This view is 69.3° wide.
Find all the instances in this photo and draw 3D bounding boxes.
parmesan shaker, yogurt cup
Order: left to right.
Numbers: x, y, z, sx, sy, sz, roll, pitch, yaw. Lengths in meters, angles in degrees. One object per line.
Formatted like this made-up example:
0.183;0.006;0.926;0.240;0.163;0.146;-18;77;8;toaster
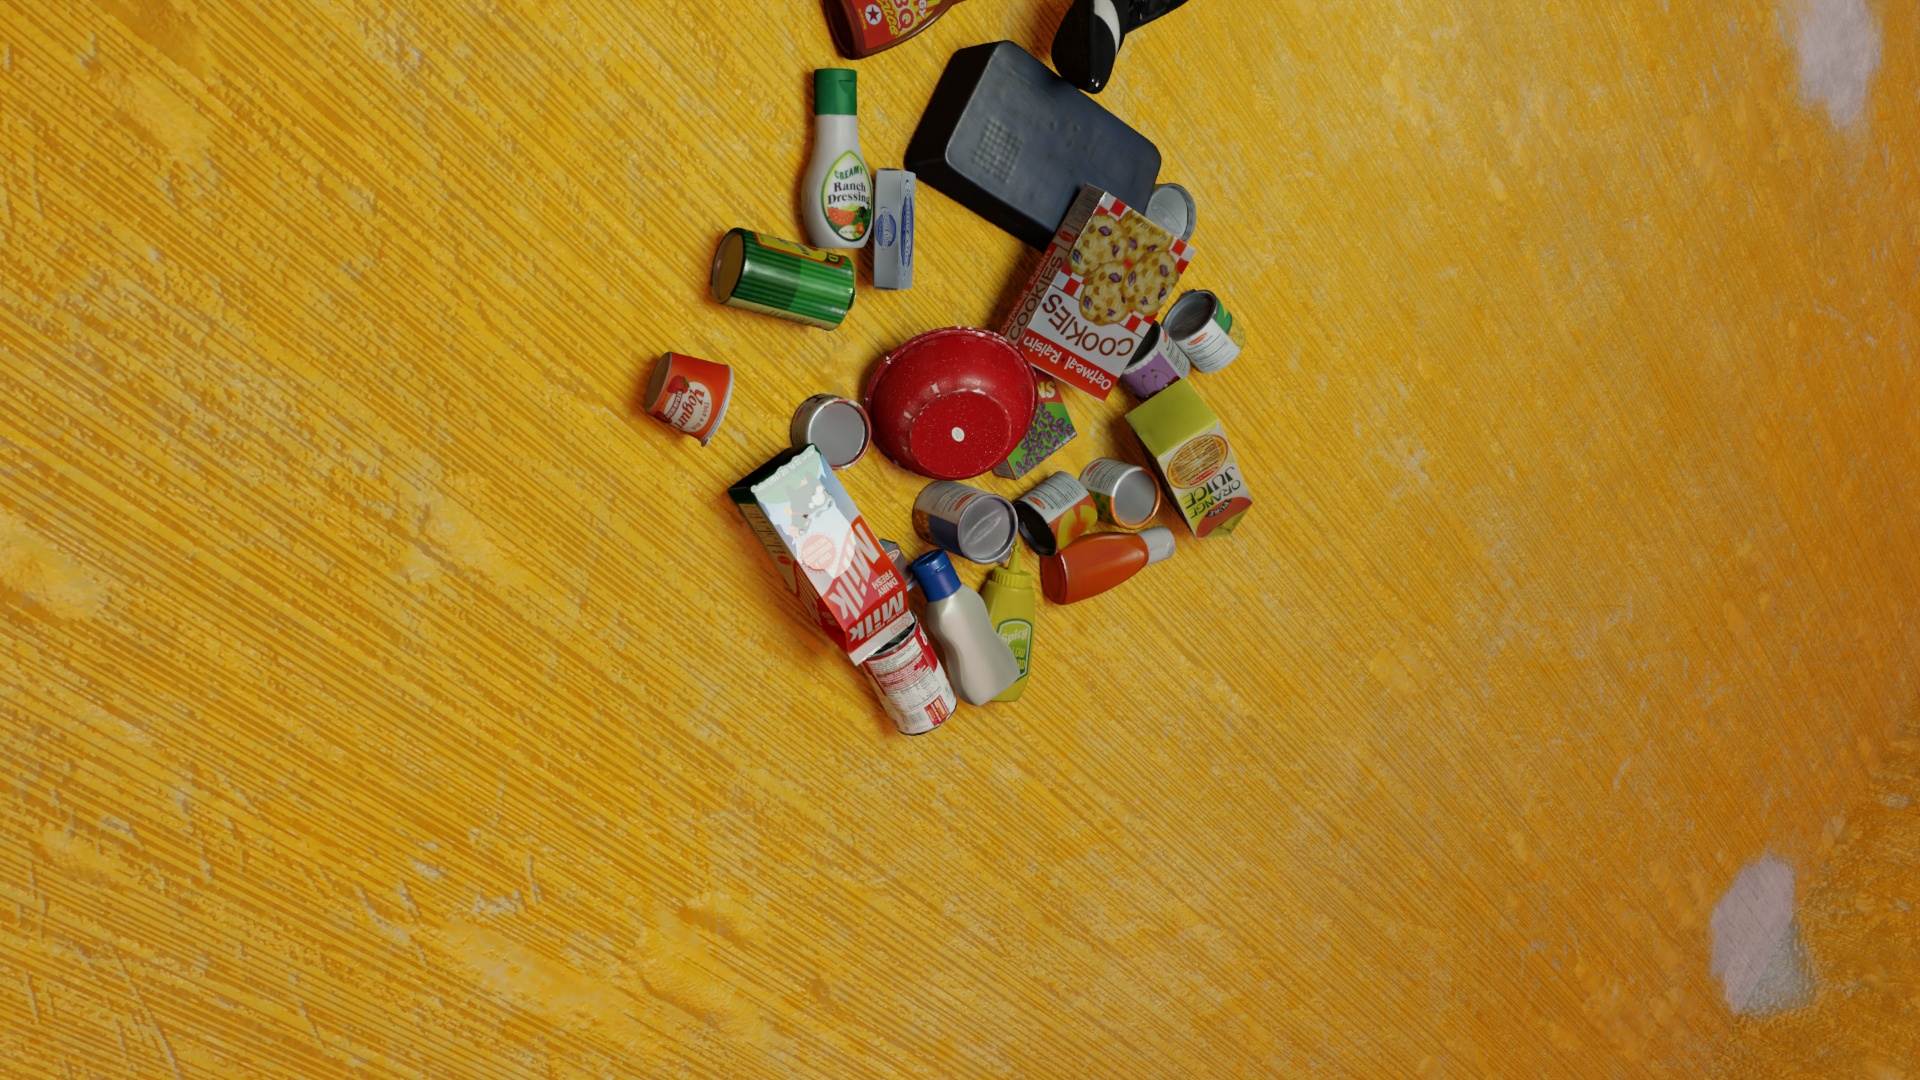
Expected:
-0.225;-0.121;1.142;0.054;0.072;0.072;20;90;-27;yogurt cup
-0.147;-0.218;1.163;0.103;0.071;0.071;9;96;-34;parmesan shaker

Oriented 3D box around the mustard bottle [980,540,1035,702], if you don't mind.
0.043;0.078;1.369;0.065;0.049;0.160;4;99;-31;mustard bottle

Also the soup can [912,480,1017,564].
0.005;-0.016;1.301;0.071;0.084;0.071;-8;106;-31;soup can

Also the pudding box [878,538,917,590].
-0.085;0.043;1.289;0.084;0.030;0.049;-39;118;-20;pudding box

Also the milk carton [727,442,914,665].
-0.115;0.014;1.213;0.072;0.073;0.190;-37;105;-21;milk carton

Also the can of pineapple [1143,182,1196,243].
0.187;-0.317;1.366;0.071;0.058;0.070;-8;105;-31;can of pineapple

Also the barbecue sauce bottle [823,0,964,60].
-0.043;-0.465;1.191;0.149;0.044;0.064;-31;115;-24;barbecue sauce bottle

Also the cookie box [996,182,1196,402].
0.124;-0.226;1.284;0.123;0.040;0.167;23;104;-35;cookie box

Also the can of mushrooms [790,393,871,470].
-0.113;-0.096;1.237;0.071;0.033;0.071;-8;104;-31;can of mushrooms

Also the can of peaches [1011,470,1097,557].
0.093;-0.025;1.369;0.058;0.071;0.071;-36;118;-21;can of peaches

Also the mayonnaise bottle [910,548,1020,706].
0.000;0.079;1.304;0.065;0.041;0.147;-33;108;-24;mayonnaise bottle

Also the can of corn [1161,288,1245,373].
0.250;-0.216;1.427;0.058;0.071;0.071;40;79;-34;can of corn

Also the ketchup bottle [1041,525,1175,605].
0.154;0.019;1.431;0.149;0.043;0.064;-15;110;-30;ketchup bottle

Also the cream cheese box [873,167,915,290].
-0.058;-0.273;1.220;0.024;0.053;0.103;4;102;11;cream cheese box

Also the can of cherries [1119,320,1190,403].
0.186;-0.178;1.395;0.058;0.071;0.071;42;78;-33;can of cherries

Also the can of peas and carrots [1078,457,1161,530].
0.163;-0.046;1.412;0.071;0.059;0.070;-8;106;-31;can of peas and carrots

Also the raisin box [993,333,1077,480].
0.051;-0.132;1.332;0.086;0.040;0.123;-37;119;-21;raisin box

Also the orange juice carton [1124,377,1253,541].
0.241;-0.071;1.419;0.073;0.072;0.192;-33;140;3;orange juice carton

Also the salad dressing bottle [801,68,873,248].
-0.105;-0.324;1.183;0.064;0.044;0.147;-11;107;-37;salad dressing bottle
